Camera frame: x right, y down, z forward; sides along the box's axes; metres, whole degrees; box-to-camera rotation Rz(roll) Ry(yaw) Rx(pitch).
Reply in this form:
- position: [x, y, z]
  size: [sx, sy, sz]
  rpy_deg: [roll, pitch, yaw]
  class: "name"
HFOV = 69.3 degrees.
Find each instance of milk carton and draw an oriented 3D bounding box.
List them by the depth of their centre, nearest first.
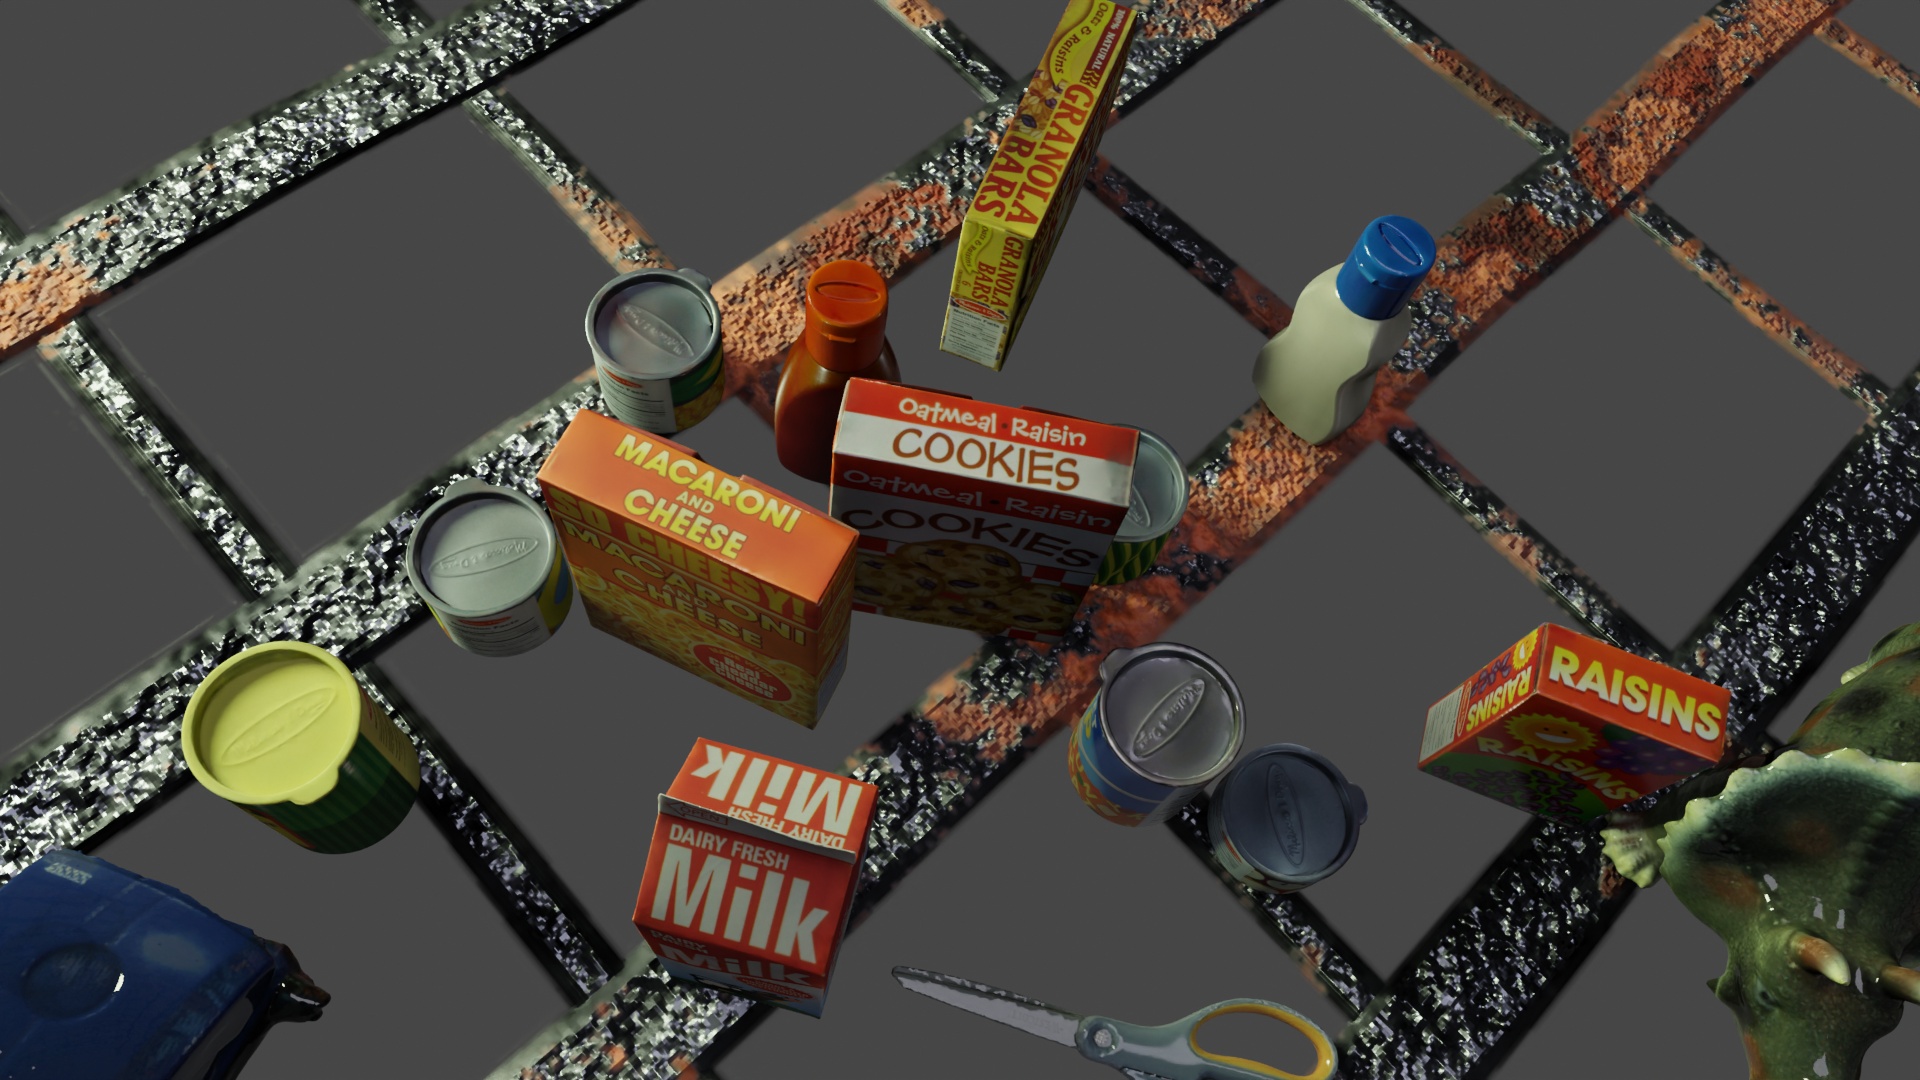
- position: [-0.077, 0.133, 0.546]
  size: [0.072, 0.189, 0.074]
  rpy_deg: [16, 65, 0]
  class: "milk carton"

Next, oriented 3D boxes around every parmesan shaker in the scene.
- position: [-0.273, 0.093, 0.588]
  size: [0.071, 0.102, 0.071]
  rpy_deg: [3, 65, -6]
  class: "parmesan shaker"

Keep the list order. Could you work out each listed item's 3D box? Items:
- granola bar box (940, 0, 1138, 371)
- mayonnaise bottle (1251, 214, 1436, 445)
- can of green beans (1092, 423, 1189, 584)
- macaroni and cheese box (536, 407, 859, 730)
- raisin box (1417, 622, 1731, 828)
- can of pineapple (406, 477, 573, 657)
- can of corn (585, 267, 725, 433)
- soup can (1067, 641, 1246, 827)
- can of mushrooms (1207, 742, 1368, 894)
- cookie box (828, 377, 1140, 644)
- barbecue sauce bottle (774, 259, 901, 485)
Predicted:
- position: [0.042, -0.191, 0.749]
  size: [0.039, 0.123, 0.166]
  rpy_deg: [22, 65, 3]
  class: "granola bar box"
- position: [0.199, -0.108, 0.717]
  size: [0.041, 0.147, 0.065]
  rpy_deg: [-34, 74, -20]
  class: "mayonnaise bottle"
- position: [0.077, -0.017, 0.709]
  size: [0.071, 0.057, 0.071]
  rpy_deg: [3, 65, -6]
  class: "can of green beans"
- position: [-0.110, 0.018, 0.608]
  size: [0.124, 0.165, 0.040]
  rpy_deg: [24, 65, 4]
  class: "macaroni and cheese box"
- position: [0.281, 0.089, 0.649]
  size: [0.086, 0.123, 0.040]
  rpy_deg: [22, 65, 3]
  class: "raisin box"
- position: [-0.220, 0.014, 0.656]
  size: [0.071, 0.057, 0.071]
  rpy_deg: [3, 65, -6]
  class: "can of pineapple"
- position: [-0.154, -0.098, 0.717]
  size: [0.071, 0.058, 0.071]
  rpy_deg: [3, 65, -6]
  class: "can of corn"
- position: [0.087, 0.090, 0.646]
  size: [0.071, 0.083, 0.071]
  rpy_deg: [3, 65, -6]
  class: "soup can"
- position: [0.155, 0.133, 0.662]
  size: [0.071, 0.033, 0.071]
  rpy_deg: [3, 65, -6]
  class: "can of mushrooms"
- position: [0.002, -0.008, 0.634]
  size: [0.123, 0.166, 0.040]
  rpy_deg: [10, 65, -3]
  class: "cookie box"
- position: [-0.057, -0.077, 0.669]
  size: [0.065, 0.148, 0.044]
  rpy_deg: [7, 65, -4]
  class: "barbecue sauce bottle"
